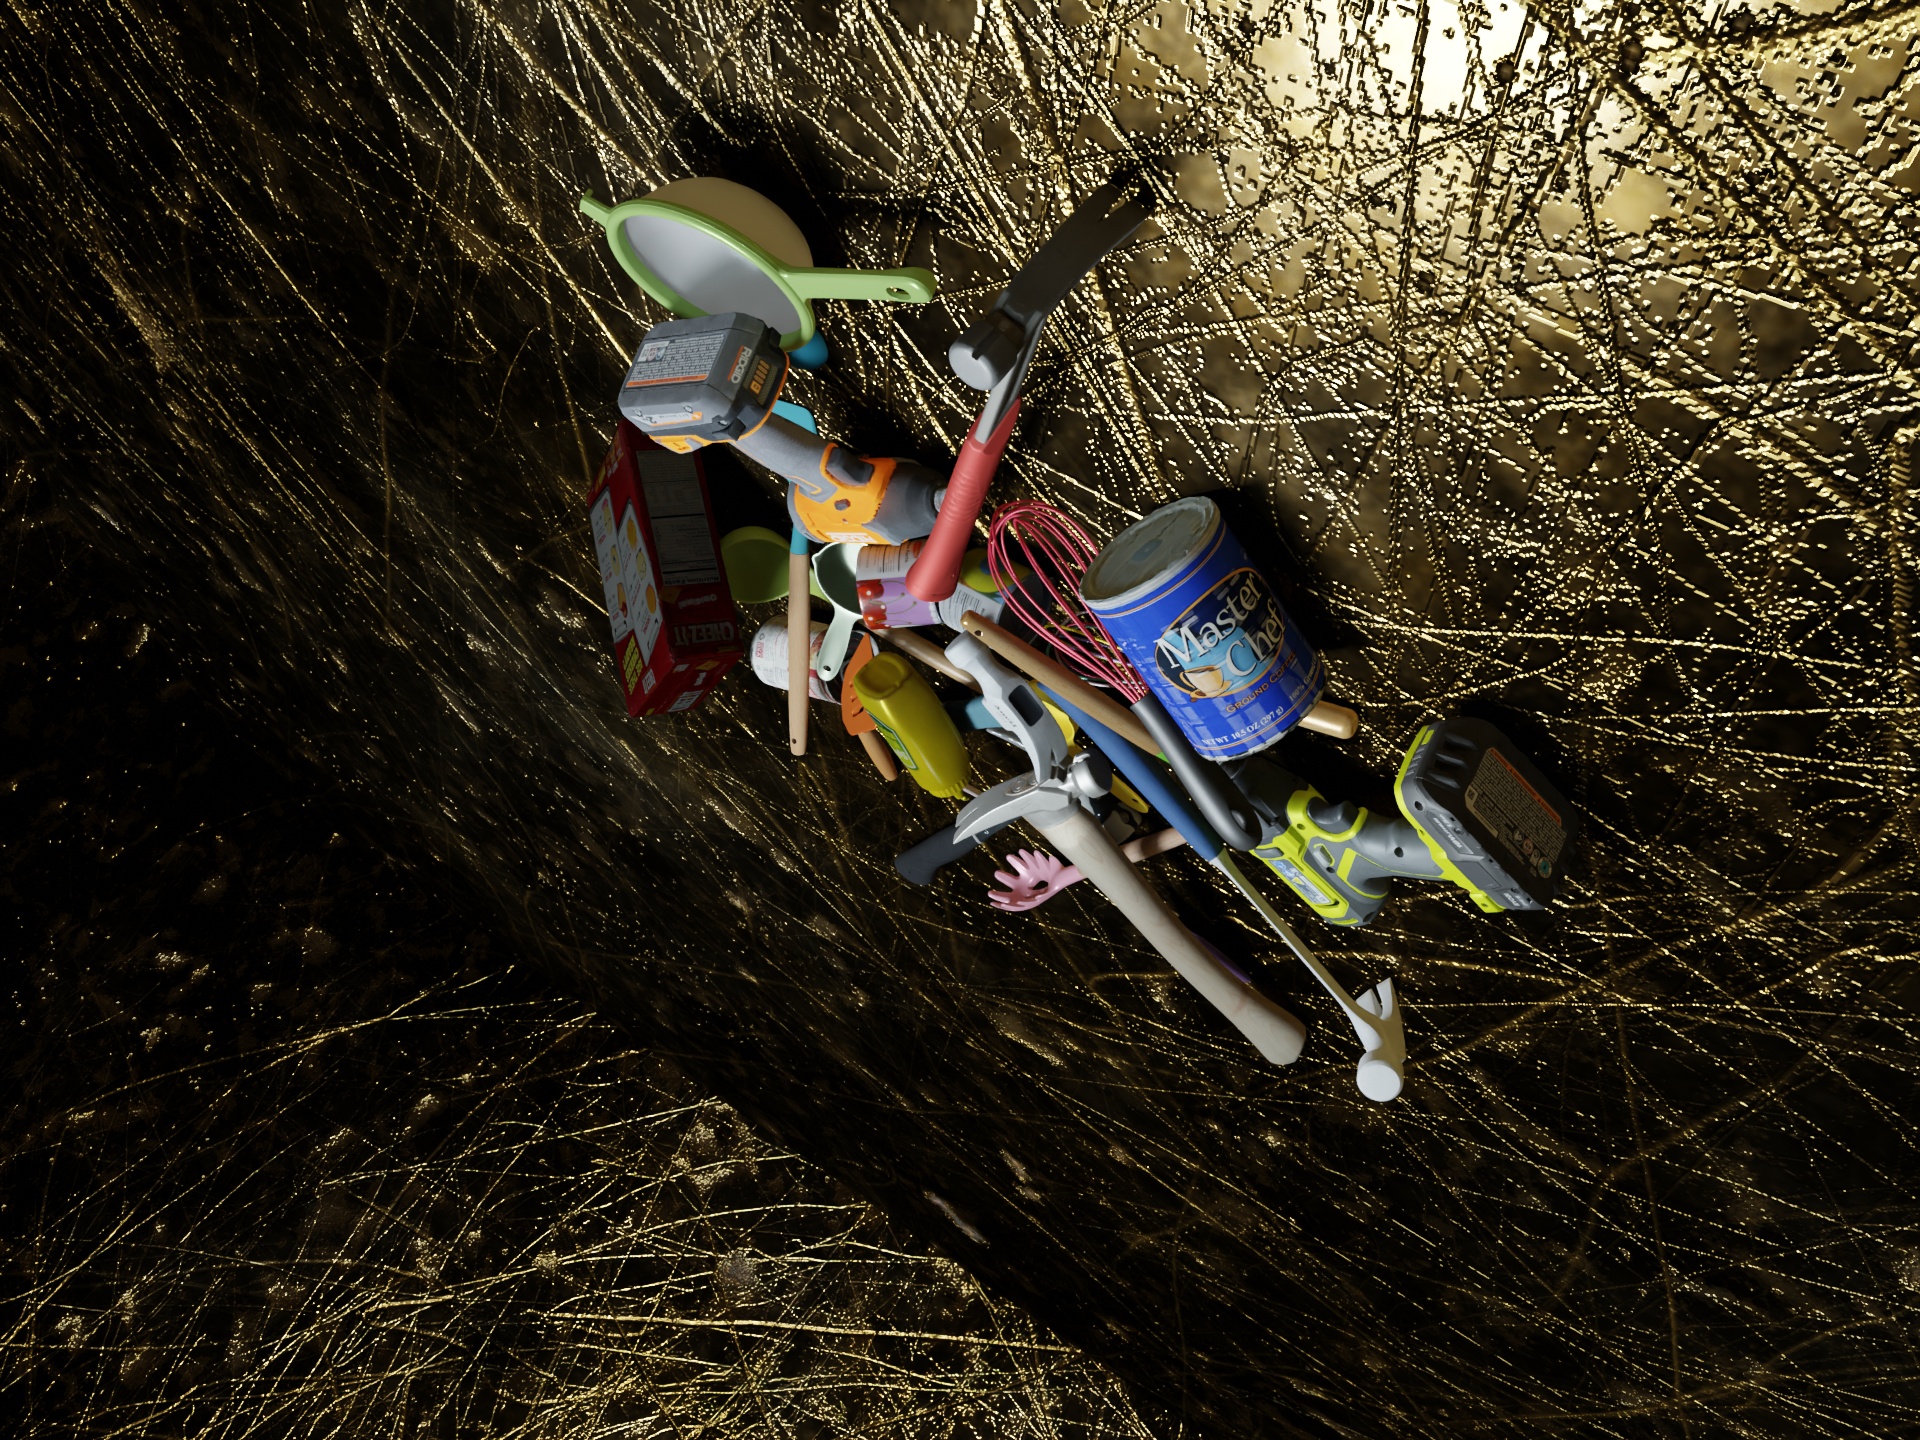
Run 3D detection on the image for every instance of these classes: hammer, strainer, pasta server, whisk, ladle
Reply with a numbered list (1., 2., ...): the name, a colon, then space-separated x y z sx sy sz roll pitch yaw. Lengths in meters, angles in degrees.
1. hammer: 0.019 -0.175 0.998 0.037 0.149 0.359 38 157 5
2. hammer: 0.166 0.181 1.370 0.146 0.038 0.410 -25 124 30
3. strainer: -0.111 -0.304 1.024 0.256 0.069 0.151 13 162 34
4. hammer: 0.019 0.096 1.503 0.149 0.036 0.409 44 152 -5
5. pasta server: 0.119 0.125 1.424 0.040 0.060 0.316 30 153 -18
6. hammer: 0.207 0.111 1.242 0.035 0.144 0.405 -41 91 22
7. whisk: 0.115 -0.031 1.102 0.296 0.073 0.073 54 153 4
8. ladle: -0.072 -0.073 1.346 0.320 0.062 0.078 30 138 12
9. hammer: -0.002 -0.004 1.297 0.128 0.033 0.331 47 166 -9
10. whisk: 0.164 -0.030 1.132 0.245 0.051 0.047 19 141 29

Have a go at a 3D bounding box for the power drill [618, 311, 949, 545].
1. power drill: -0.108 -0.195 1.125 0.164 0.084 0.226 8 162 45

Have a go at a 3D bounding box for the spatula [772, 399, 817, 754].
1. spatula: -0.141 -0.112 1.309 0.082 0.044 0.317 18 119 31

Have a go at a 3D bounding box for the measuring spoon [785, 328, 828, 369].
1. measuring spoon: -0.148 -0.271 1.174 0.129 0.021 0.042 7 138 45

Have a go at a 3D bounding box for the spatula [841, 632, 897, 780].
1. spatula: -0.074 0.010 1.421 0.041 0.081 0.322 -7 164 3

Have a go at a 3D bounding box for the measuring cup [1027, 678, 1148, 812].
1. measuring cup: 0.106 0.020 1.304 0.156 0.029 0.062 42 151 -23

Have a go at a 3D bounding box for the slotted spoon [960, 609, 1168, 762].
1. slotted spoon: 0.128 0.005 1.163 0.313 0.031 0.070 32 132 -19

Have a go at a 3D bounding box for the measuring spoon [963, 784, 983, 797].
1. measuring spoon: -0.008 0.043 1.378 0.124 0.018 0.034 31 -175 -34

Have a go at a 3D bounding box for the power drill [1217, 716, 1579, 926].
1. power drill: 0.282 0.069 1.079 0.171 0.080 0.223 42 153 -19

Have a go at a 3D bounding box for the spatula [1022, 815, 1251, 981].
1. spatula: 0.146 0.153 1.392 0.060 0.018 0.315 -12 136 47

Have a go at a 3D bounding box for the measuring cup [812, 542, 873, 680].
1. measuring cup: -0.088 -0.096 1.308 0.083 0.038 0.167 26 138 0
